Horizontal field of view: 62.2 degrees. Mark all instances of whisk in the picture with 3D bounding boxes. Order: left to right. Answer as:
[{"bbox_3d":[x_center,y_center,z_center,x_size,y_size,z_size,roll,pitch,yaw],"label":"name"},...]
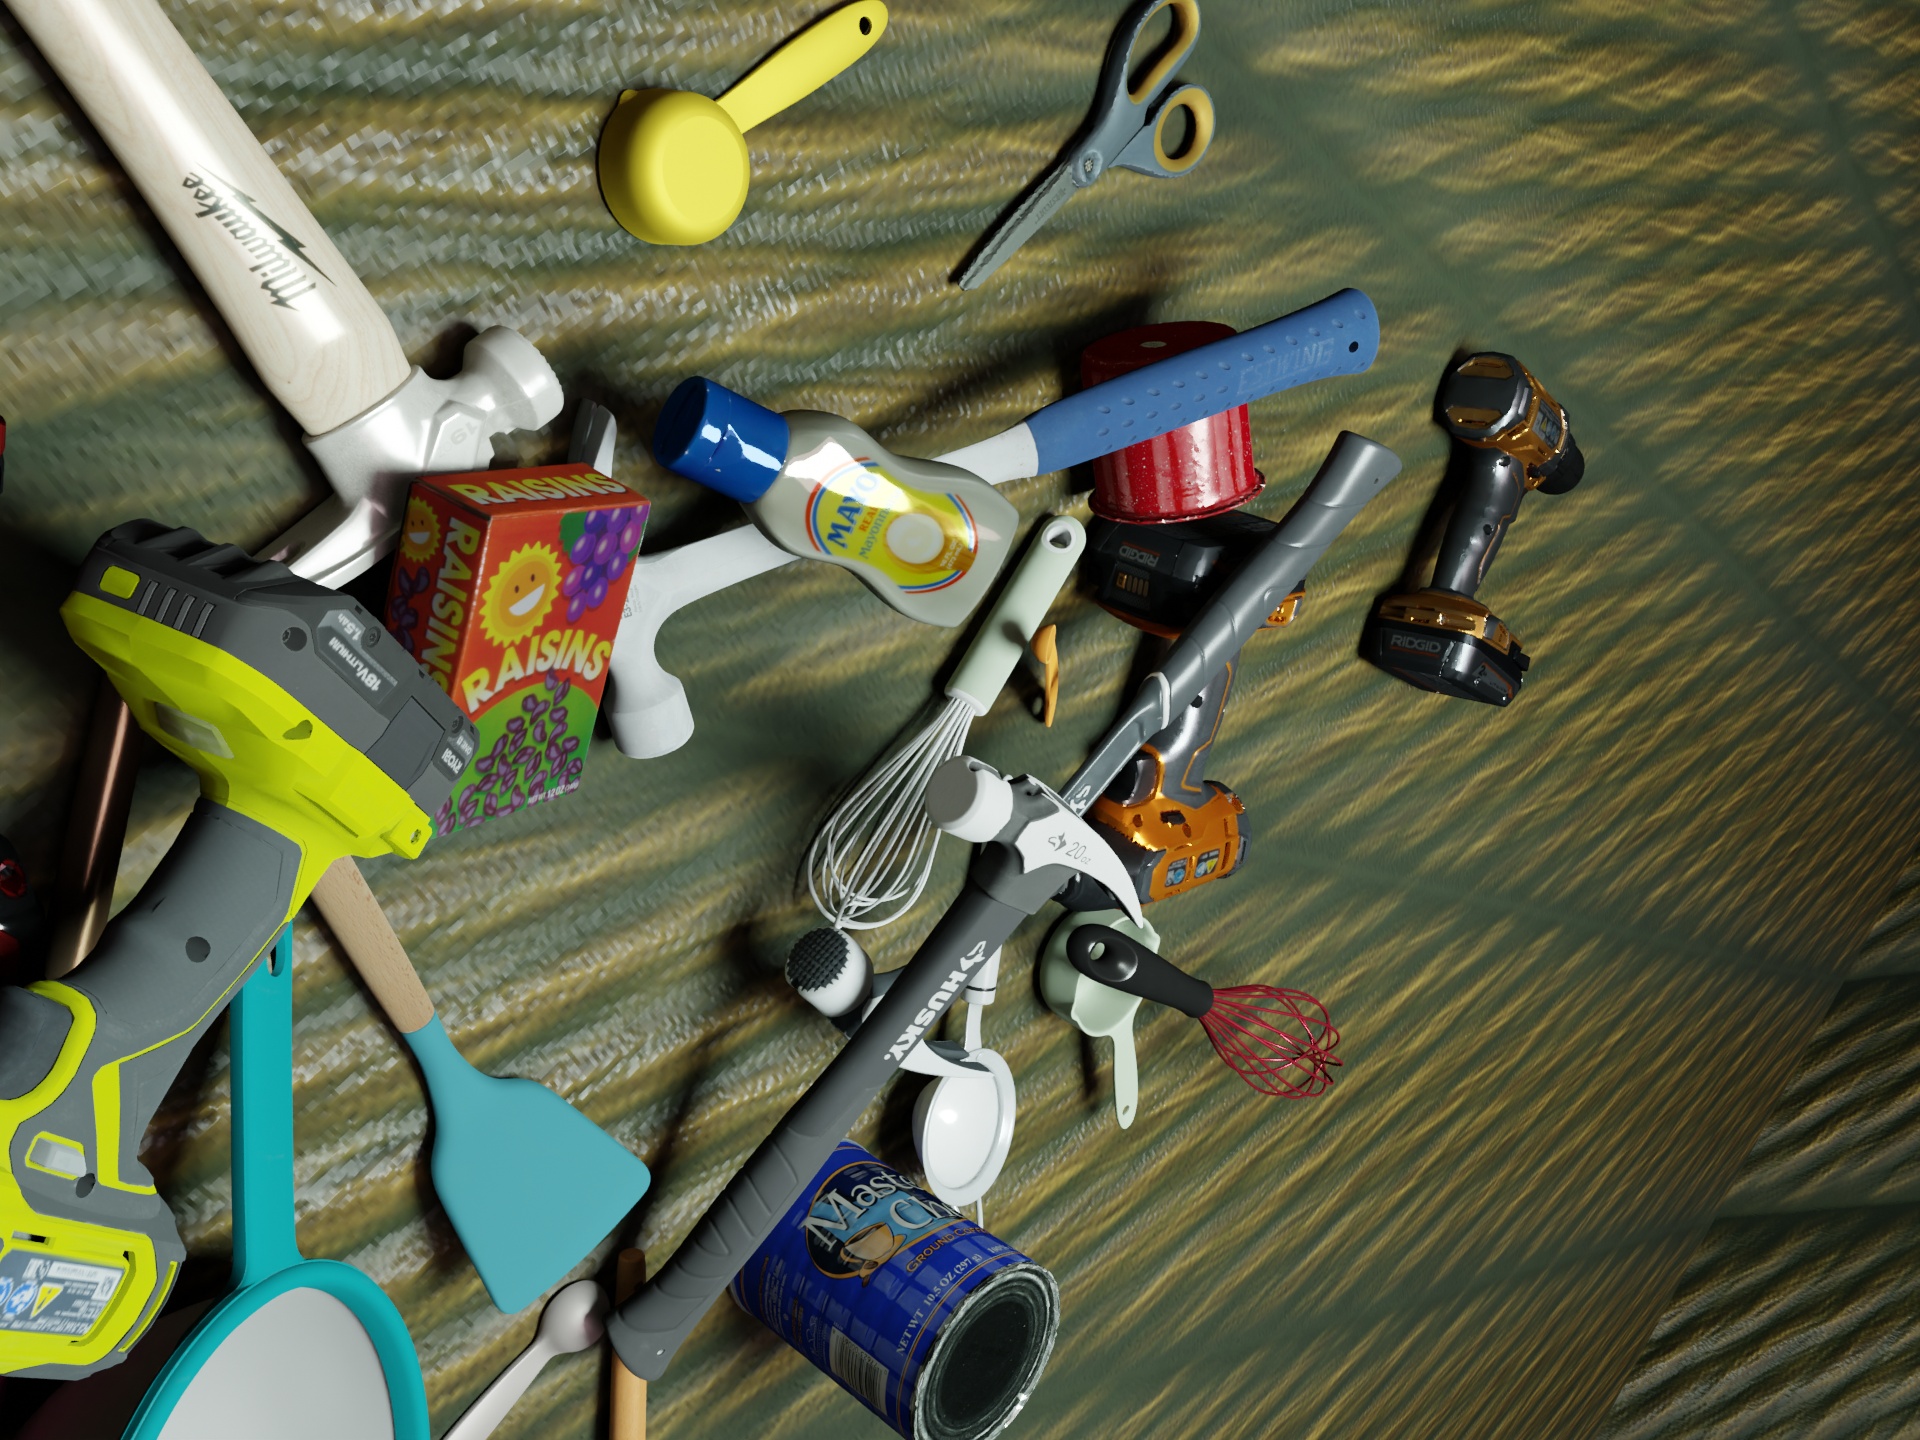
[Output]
[{"bbox_3d":[-0.001,-0.003,0.798,0.246,0.058,0.059,-59,173,-16],"label":"whisk"},{"bbox_3d":[0.155,0.177,0.977,0.295,0.073,0.073,31,82,-43],"label":"whisk"}]

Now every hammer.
[{"bbox_3d":[-0.260,-0.212,0.425,0.146,0.038,0.410,-45,134,-24],"label":"hammer"},{"bbox_3d":[-0.050,0.168,0.713,0.146,0.035,0.334,27,104,-47],"label":"hammer"},{"bbox_3d":[0.020,-0.122,0.698,0.405,0.035,0.144,-24,122,-22],"label":"hammer"},{"bbox_3d":[0.088,0.009,0.793,0.409,0.036,0.149,-48,138,-10],"label":"hammer"}]

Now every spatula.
[{"bbox_3d":[-0.209,0.098,0.601,0.082,0.044,0.317,-41,133,-31],"label":"spatula"},{"bbox_3d":[-0.173,0.407,0.793,0.081,0.041,0.322,-9,108,-46],"label":"spatula"}]

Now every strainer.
[{"bbox_3d":[-0.277,0.232,0.552,0.211,0.095,0.340,24,63,-79],"label":"strainer"},{"bbox_3d":[0.008,0.156,0.874,0.086,0.050,0.258,0,100,-54],"label":"strainer"}]

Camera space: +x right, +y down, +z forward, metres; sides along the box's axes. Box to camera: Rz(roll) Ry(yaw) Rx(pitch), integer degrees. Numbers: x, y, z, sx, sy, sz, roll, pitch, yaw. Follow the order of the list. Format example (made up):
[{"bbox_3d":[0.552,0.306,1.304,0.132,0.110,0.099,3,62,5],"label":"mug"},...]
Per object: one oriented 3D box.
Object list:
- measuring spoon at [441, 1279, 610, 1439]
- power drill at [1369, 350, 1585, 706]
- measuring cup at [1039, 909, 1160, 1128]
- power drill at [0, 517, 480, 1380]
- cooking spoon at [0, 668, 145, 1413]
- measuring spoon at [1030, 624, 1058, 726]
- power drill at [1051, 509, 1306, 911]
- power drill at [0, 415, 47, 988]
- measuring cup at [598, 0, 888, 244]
[{"bbox_3d":[-0.203,0.309,0.719,0.124,0.018,0.034,-47,135,-23],"label":"measuring spoon"},{"bbox_3d":[0.383,-0.128,1.143,0.185,0.084,0.226,17,89,-51],"label":"power drill"},{"bbox_3d":[0.085,0.184,0.973,0.083,0.038,0.167,-34,131,-34],"label":"measuring cup"},{"bbox_3d":[-0.238,0.065,0.439,0.171,0.080,0.223,76,36,-65],"label":"power drill"},{"bbox_3d":[-0.296,0.118,0.513,0.017,0.069,0.319,12,91,-20],"label":"cooking spoon"},{"bbox_3d":[0.043,-0.021,0.827,0.116,0.011,0.021,79,25,-70],"label":"measuring spoon"},{"bbox_3d":[0.110,0.001,0.892,0.164,0.084,0.226,-12,118,-43],"label":"power drill"},{"bbox_3d":[-0.324,-0.004,0.413,0.143,0.079,0.219,-11,117,-46],"label":"power drill"},{"bbox_3d":[-0.074,-0.241,0.621,0.156,0.029,0.062,-45,135,-23],"label":"measuring cup"}]
